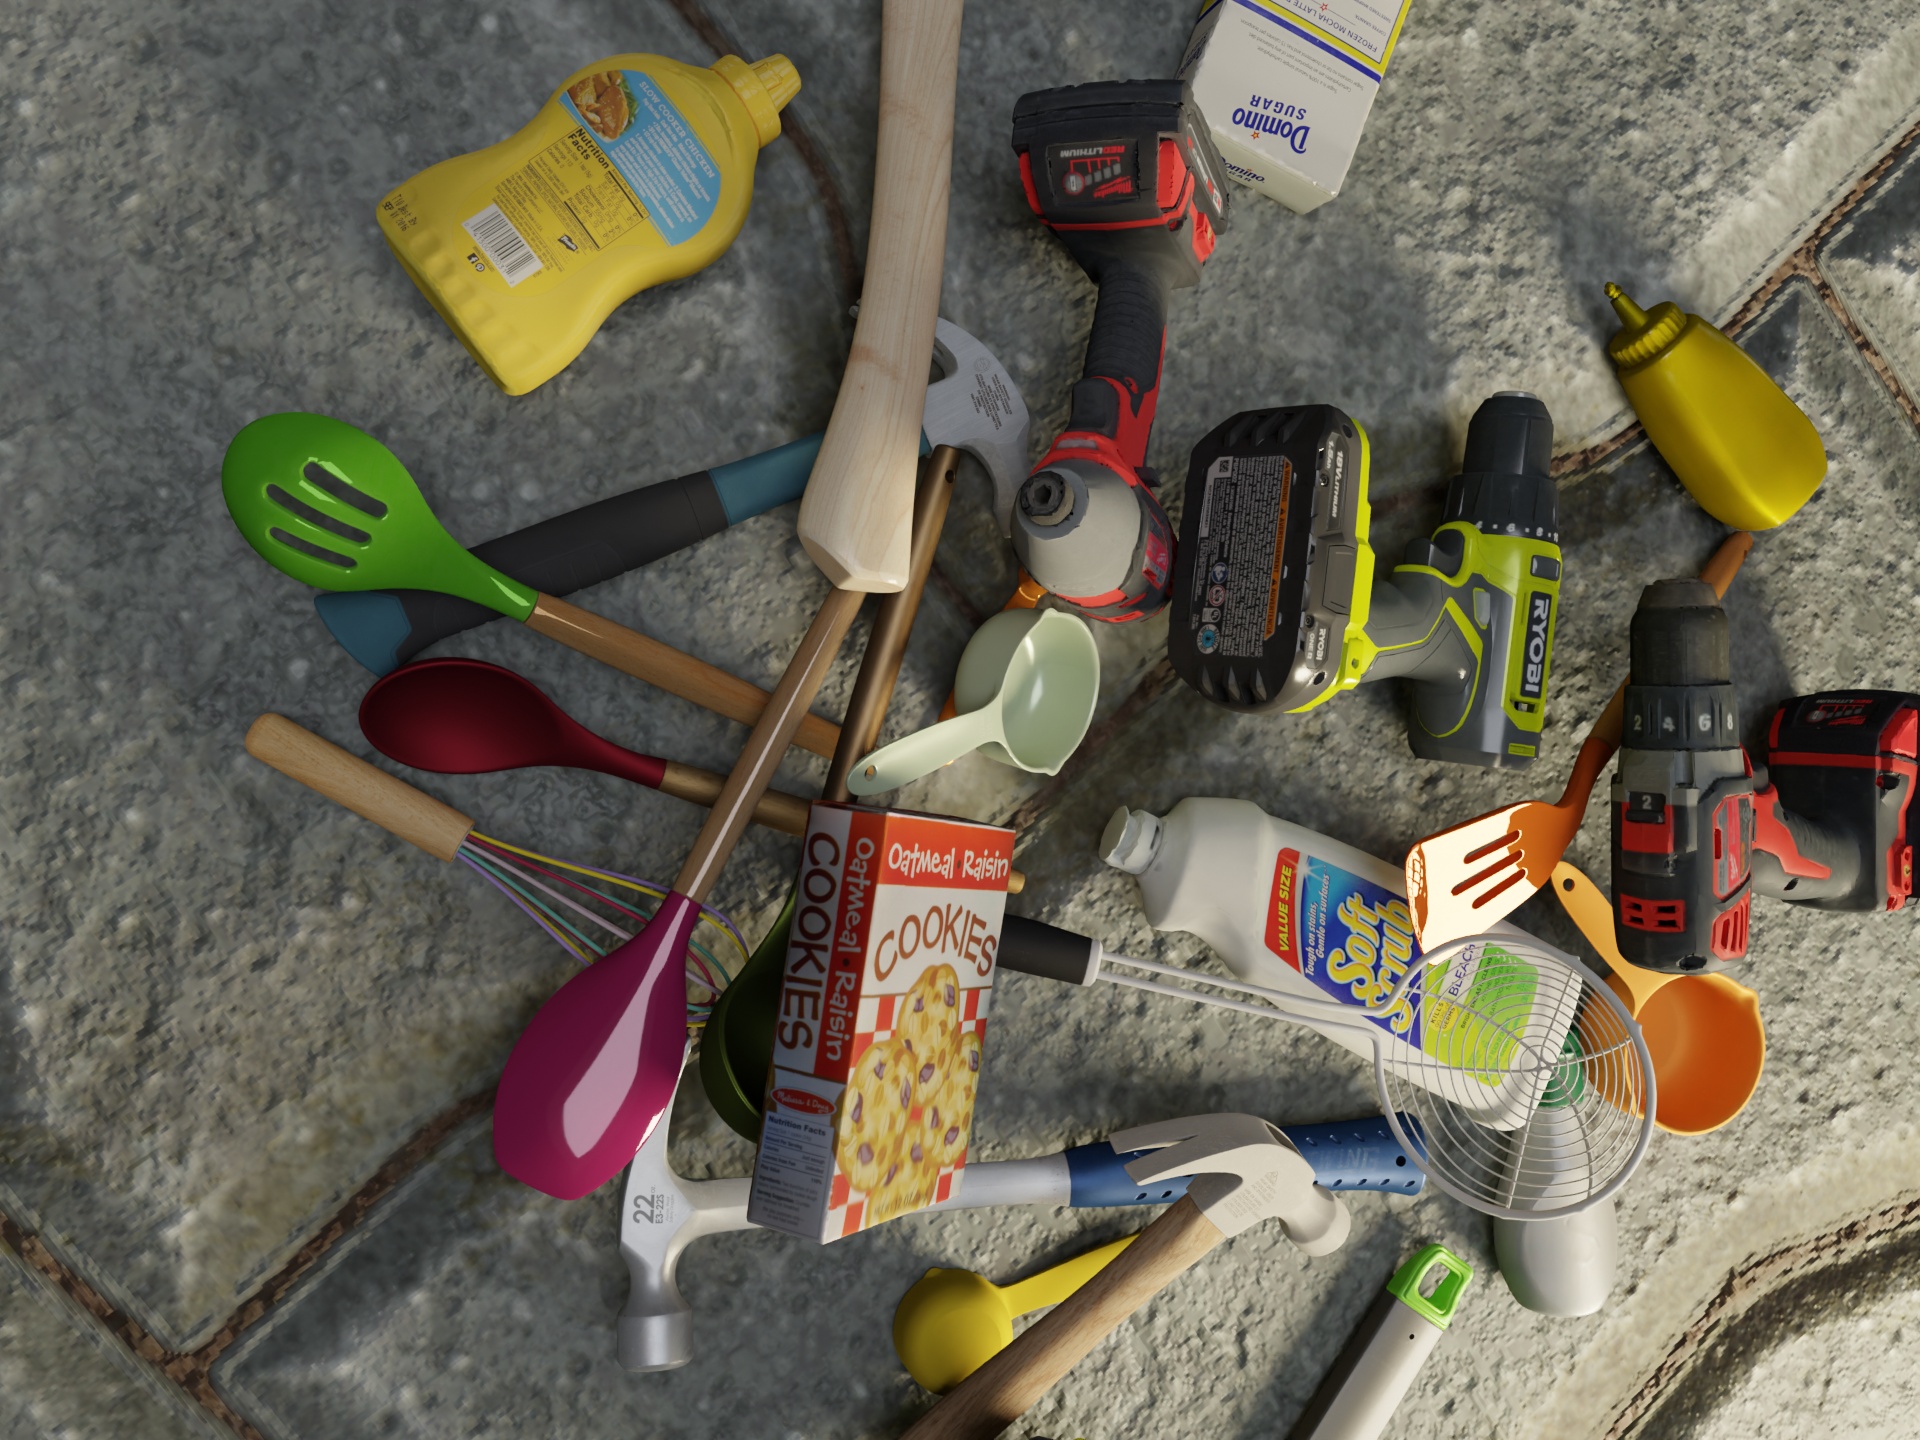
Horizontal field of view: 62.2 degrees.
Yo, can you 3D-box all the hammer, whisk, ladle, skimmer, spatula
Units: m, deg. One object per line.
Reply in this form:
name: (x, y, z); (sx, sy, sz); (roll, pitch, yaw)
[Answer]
hammer: (-0.012, -0.260, 0.722); (0.146, 0.038, 0.411); (7, 82, -16)
hammer: (0.040, 0.216, 0.768); (0.405, 0.035, 0.144); (1, 80, -17)
whisk: (-0.202, 0.068, 0.702); (0.245, 0.051, 0.047); (31, 124, -8)
hammer: (0.027, 0.303, 0.740); (0.331, 0.031, 0.129); (-41, 123, 1)
ladle: (-0.043, 0.028, 0.703); (0.078, 0.062, 0.320); (24, 81, -45)
skimmer: (0.120, 0.131, 0.722); (0.363, 0.090, 0.127); (13, 99, 1)
hammer: (-0.123, -0.095, 0.725); (0.331, 0.033, 0.128); (-23, 98, -13)
spatula: (0.326, -0.003, 0.810); (0.323, 0.041, 0.081); (-45, 130, -29)
ladle: (-0.112, 0.032, 0.731); (0.315, 0.031, 0.069); (18, 129, -18)

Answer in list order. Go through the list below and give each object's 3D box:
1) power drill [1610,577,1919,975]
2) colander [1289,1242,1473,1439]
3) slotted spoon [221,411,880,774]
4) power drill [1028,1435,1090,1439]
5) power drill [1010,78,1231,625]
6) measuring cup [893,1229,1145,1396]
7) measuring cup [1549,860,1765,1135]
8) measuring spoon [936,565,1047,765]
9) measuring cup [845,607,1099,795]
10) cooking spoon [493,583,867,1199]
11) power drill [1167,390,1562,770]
power drill: (0.409, 0.023, 0.806); (0.226, 0.080, 0.188); (-3, 92, -35)
colander: (0.154, 0.443, 0.780); (0.204, 0.094, 0.397); (37, 83, -13)
slotted spoon: (-0.162, -0.040, 0.690); (0.313, 0.031, 0.070); (26, 108, -27)
power drill: (-0.017, 0.410, 0.710); (0.223, 0.171, 0.080); (-37, 62, -6)
power drill: (0.065, -0.160, 0.710); (0.078, 0.143, 0.220); (3, 84, 21)
measuring cup: (0.044, 0.284, 0.779); (0.156, 0.029, 0.062); (-17, 96, -11)
measuring cup: (0.352, 0.140, 0.848); (0.095, 0.052, 0.173); (-40, 99, -10)
measuring spoon: (0.016, -0.029, 0.774); (0.021, 0.011, 0.117); (30, 84, -14)
measuring cup: (-0.001, -0.002, 0.721); (0.167, 0.038, 0.083); (-24, 119, -42)
cooking spoon: (-0.107, 0.054, 0.690); (0.068, 0.017, 0.319); (27, 77, -3)
power drill: (0.210, -0.078, 0.761); (0.228, 0.080, 0.190); (6, 91, -39)
